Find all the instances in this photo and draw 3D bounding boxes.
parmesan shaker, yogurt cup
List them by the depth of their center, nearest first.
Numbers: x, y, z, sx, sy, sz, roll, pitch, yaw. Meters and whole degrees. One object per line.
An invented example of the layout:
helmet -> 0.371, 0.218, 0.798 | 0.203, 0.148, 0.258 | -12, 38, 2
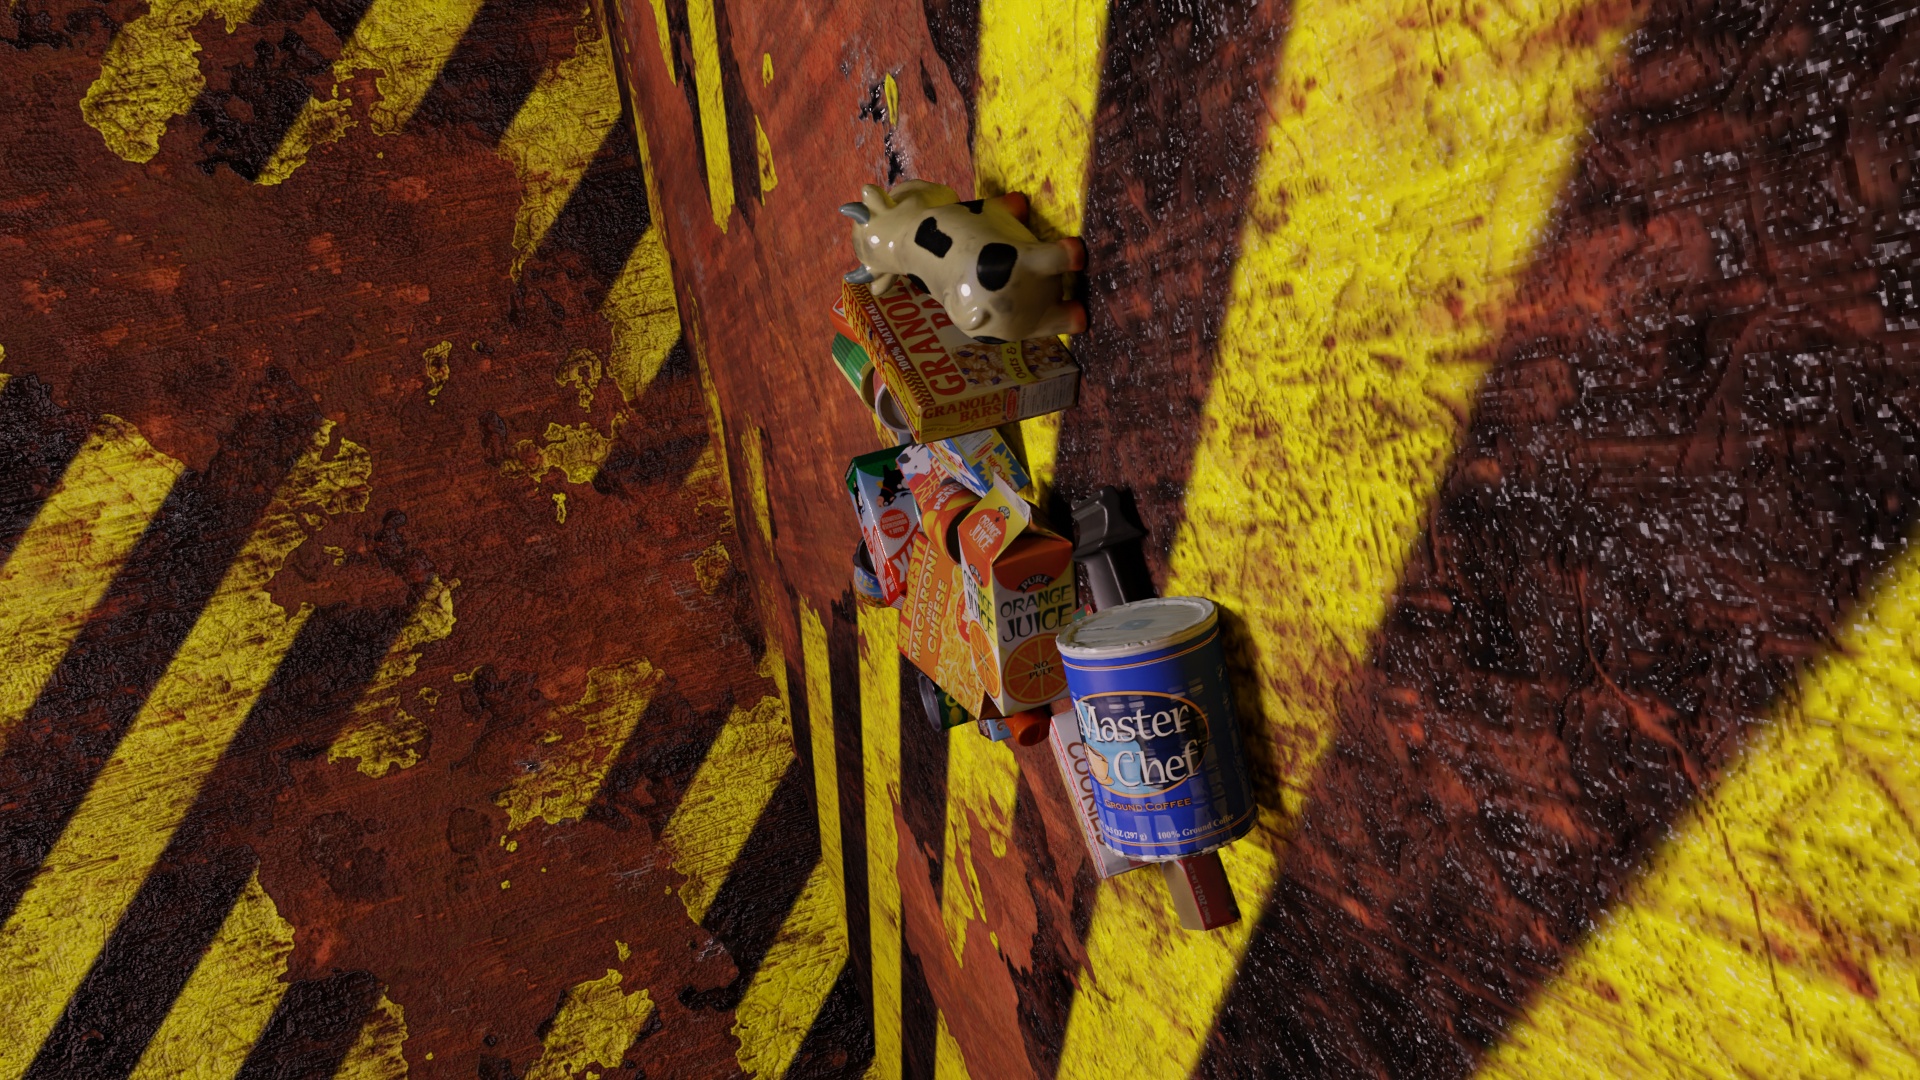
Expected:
yogurt cup -> -0.052, -0.143, 1.321 | 0.054, 0.072, 0.072 | -113, 15, -53
parmesan shaker -> -0.086, -0.177, 1.391 | 0.103, 0.071, 0.071 | -126, 25, -53

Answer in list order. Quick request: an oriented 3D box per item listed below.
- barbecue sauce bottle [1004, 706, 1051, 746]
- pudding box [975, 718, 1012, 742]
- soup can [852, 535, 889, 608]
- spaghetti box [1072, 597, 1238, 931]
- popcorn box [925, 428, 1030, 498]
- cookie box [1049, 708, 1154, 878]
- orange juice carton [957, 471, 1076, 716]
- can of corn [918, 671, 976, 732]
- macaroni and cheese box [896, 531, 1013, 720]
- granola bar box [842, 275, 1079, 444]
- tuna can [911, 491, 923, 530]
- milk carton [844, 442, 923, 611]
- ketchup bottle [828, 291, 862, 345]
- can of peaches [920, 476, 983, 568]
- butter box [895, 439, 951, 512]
barbecue sauce bottle -> 0.039, 0.127, 1.306 | 0.064, 0.044, 0.149 | 97, 153, -43
pudding box -> 0.030, 0.156, 1.390 | 0.049, 0.030, 0.083 | -171, 66, -72
soup can -> -0.093, 0.034, 1.621 | 0.083, 0.071, 0.071 | 105, 146, -61
spaghetti box -> 0.140, 0.159, 1.014 | 0.050, 0.029, 0.250 | 127, 126, -72
popcorn box -> 0.001, -0.084, 1.182 | 0.085, 0.038, 0.127 | 54, 173, -24
cookie box -> 0.108, 0.197, 1.077 | 0.167, 0.040, 0.123 | 77, 174, -76
orange juice carton -> 0.048, 0.041, 1.134 | 0.072, 0.073, 0.191 | -129, 28, -55
can of corn -> -0.006, 0.161, 1.465 | 0.071, 0.058, 0.071 | 166, 89, -75
macaroni and cheese box -> 0.001, 0.074, 1.282 | 0.167, 0.040, 0.123 | 33, 117, 55
granola bar box -> -0.003, -0.148, 1.030 | 0.038, 0.124, 0.166 | 92, 156, -45
tuna can -> -0.023, -0.038, 1.379 | 0.071, 0.033, 0.071 | 165, 89, -75
milk carton -> -0.055, 0.001, 1.453 | 0.072, 0.073, 0.190 | 134, 118, -72
ketchup bottle -> -0.068, -0.206, 1.325 | 0.149, 0.065, 0.043 | 38, 162, 51
can of peaches -> 0.004, -0.016, 1.241 | 0.058, 0.071, 0.071 | -137, 35, -61
butter box -> -0.021, -0.057, 1.321 | 0.053, 0.024, 0.104 | -45, 51, 23
